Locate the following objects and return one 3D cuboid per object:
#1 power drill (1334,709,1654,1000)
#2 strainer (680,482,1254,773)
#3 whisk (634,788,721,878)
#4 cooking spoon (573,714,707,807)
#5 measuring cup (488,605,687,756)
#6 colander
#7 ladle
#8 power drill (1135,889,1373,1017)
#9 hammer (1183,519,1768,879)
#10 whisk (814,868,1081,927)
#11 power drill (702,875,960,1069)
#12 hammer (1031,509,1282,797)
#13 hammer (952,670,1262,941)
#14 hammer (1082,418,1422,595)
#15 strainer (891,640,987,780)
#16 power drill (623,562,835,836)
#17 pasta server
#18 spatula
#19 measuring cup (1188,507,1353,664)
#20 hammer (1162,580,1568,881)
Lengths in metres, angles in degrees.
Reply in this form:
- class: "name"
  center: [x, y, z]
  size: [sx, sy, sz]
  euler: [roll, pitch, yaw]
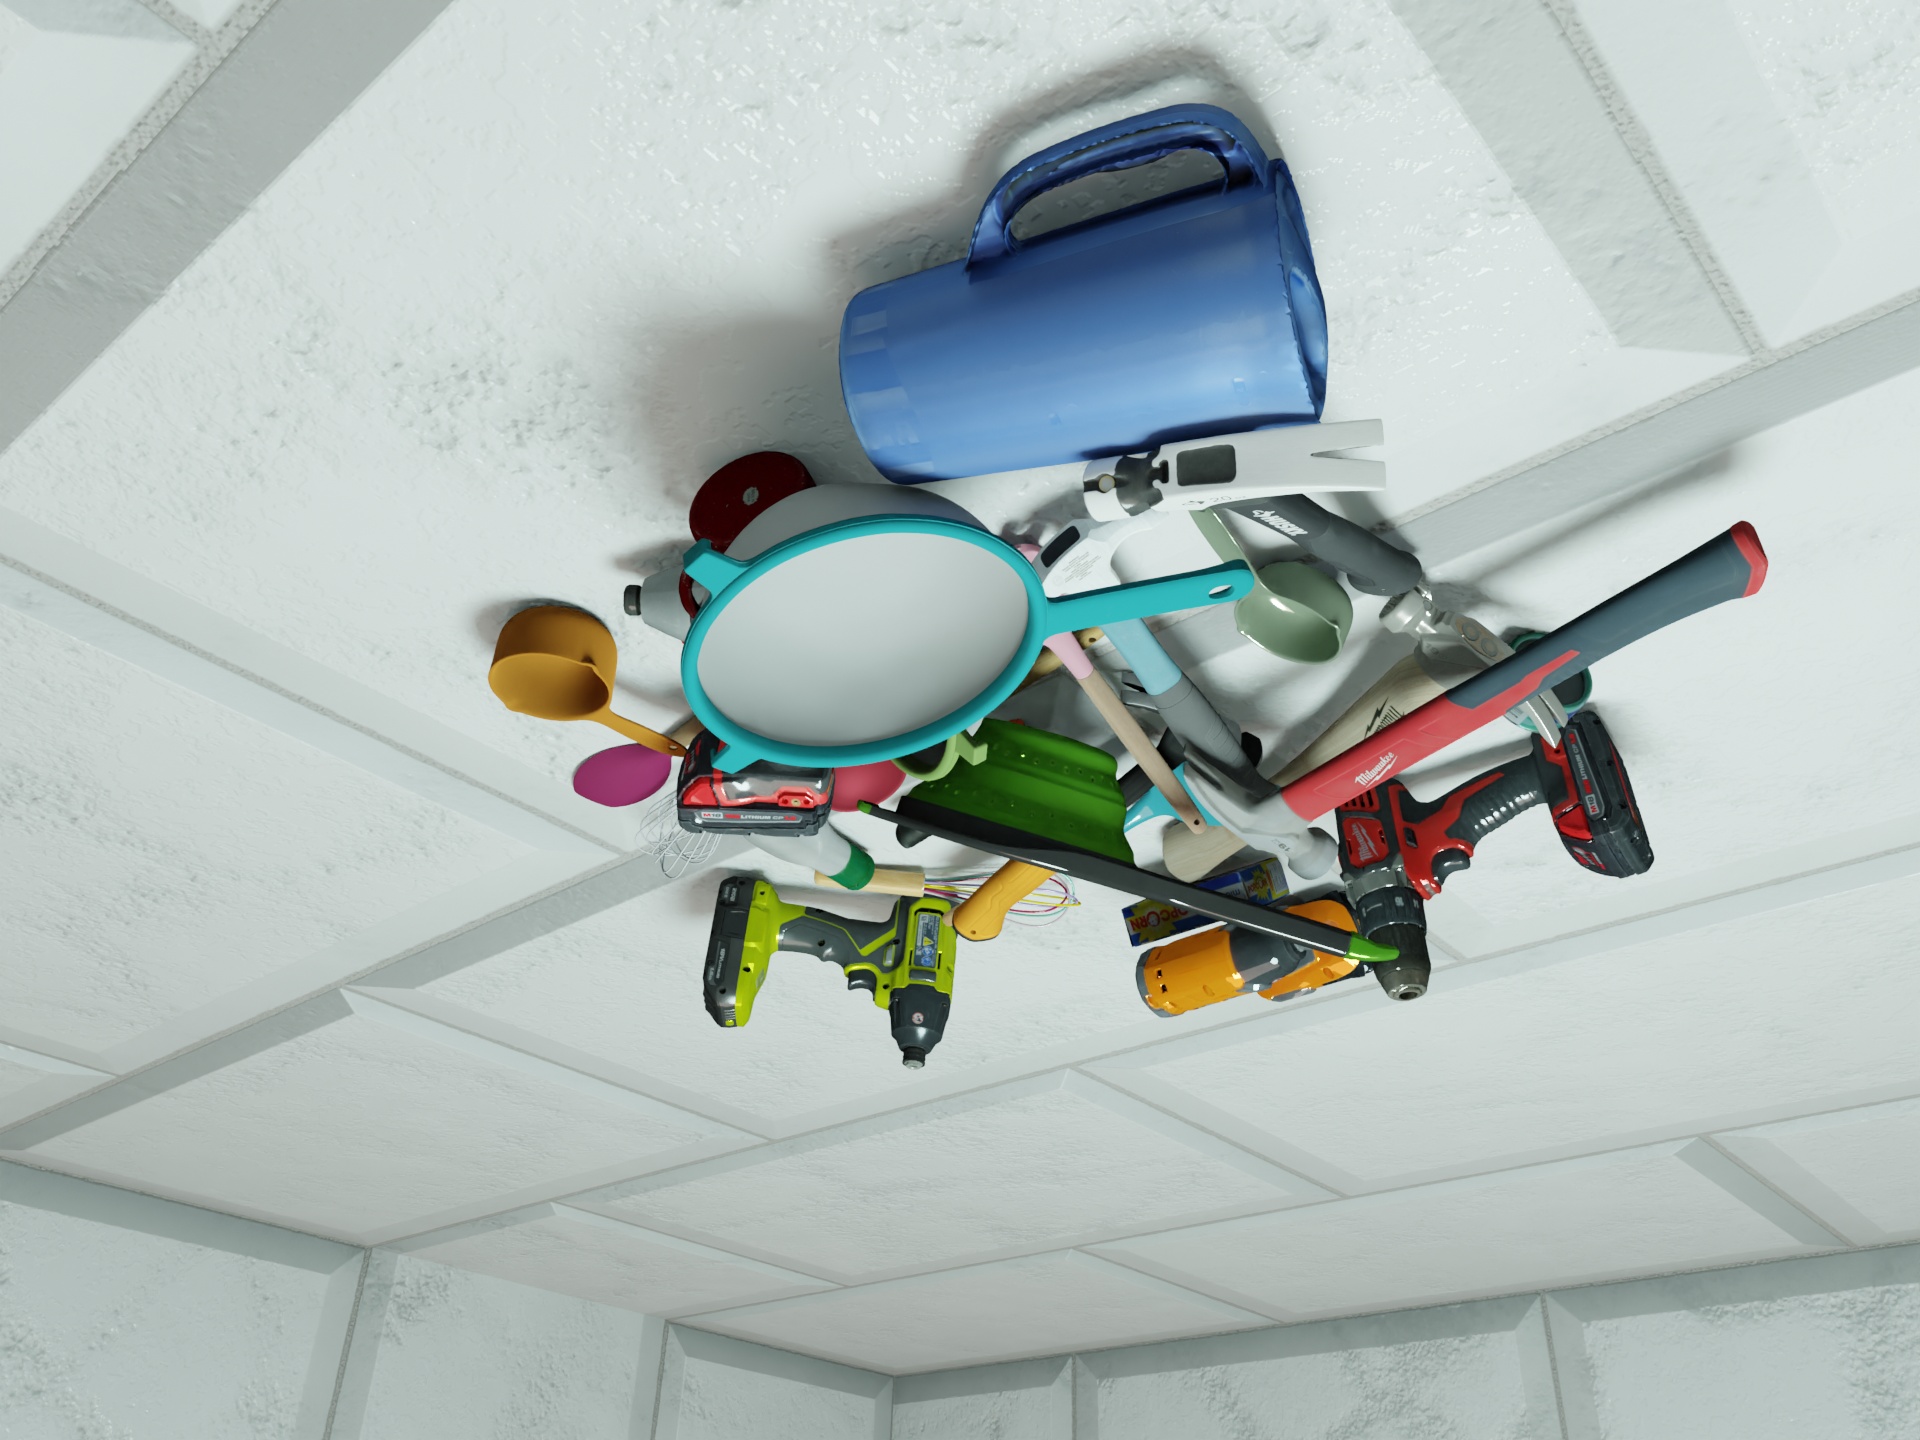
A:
- class: "power drill"
  center: [0.403, 0.105, 1.222]
  size: [0.226, 0.188, 0.080]
  euler: [-22, 140, 26]
- class: "strainer"
  center: [0.000, -0.082, 0.936]
  size: [0.340, 0.095, 0.210]
  euler: [-11, 144, -11]
- class: "whisk"
  center: [-0.186, 0.045, 1.279]
  size: [0.070, 0.070, 0.284]
  euler: [19, 139, -25]
- class: "cooking spoon"
  center: [-0.213, 0.009, 1.256]
  size: [0.068, 0.017, 0.319]
  euler: [27, 140, -31]
- class: "measuring cup"
  center: [-0.265, -0.027, 1.175]
  size: [0.095, 0.052, 0.173]
  euler: [-23, 142, 33]
- class: "colander"
  center: [0.128, 0.078, 1.147]
  size: [0.397, 0.094, 0.204]
  euler: [16, 176, 5]
- class: "ladle"
  center: [-0.002, -0.004, 1.218]
  size: [0.069, 0.031, 0.315]
  euler: [24, 140, -35]
- class: "power drill"
  center: [0.279, 0.204, 1.401]
  size: [0.164, 0.084, 0.226]
  euler: [-25, 164, 36]
- class: "hammer"
  center: [0.324, -0.020, 1.027]
  size: [0.143, 0.038, 0.386]
  euler: [36, 129, -23]
- class: "whisk"
  center: [-0.012, 0.152, 1.448]
  size: [0.245, 0.047, 0.051]
  euler: [6, 120, 2]
- class: "power drill"
  center: [-0.117, 0.226, 1.456]
  size: [0.223, 0.171, 0.080]
  euler: [6, 147, -1]
- class: "hammer"
  center: [0.148, -0.020, 1.103]
  size: [0.128, 0.033, 0.330]
  euler: [-34, 131, 10]
- class: "hammer"
  center: [0.088, 0.086, 1.288]
  size: [0.127, 0.034, 0.336]
  euler: [27, 133, -20]
- class: "hammer"
  center: [0.208, -0.111, 0.909]
  size: [0.146, 0.035, 0.334]
  euler: [-5, 173, 30]
- class: "strainer"
  center: [-0.039, -0.029, 1.134]
  size: [0.069, 0.151, 0.256]
  euler: [-20, 178, -25]
- class: "power drill"
  center: [-0.157, -0.020, 1.127]
  size: [0.143, 0.079, 0.219]
  euler: [2, 132, 1]
- class: "pasta server"
  center: [0.104, -0.014, 1.131]
  size: [0.060, 0.040, 0.315]
  euler: [-38, 125, 3]
- class: "spatula"
  center: [0.100, 0.113, 1.349]
  size: [0.317, 0.044, 0.082]
  euler: [-32, 108, 30]
- class: "measuring cup"
  center: [0.199, -0.102, 1.041]
  size: [0.083, 0.038, 0.167]
  euler: [1, 143, 49]
- class: "hammer"
  center: [0.280, 0.044, 1.225]
  size: [0.146, 0.038, 0.410]
  euler: [40, 145, -1]
